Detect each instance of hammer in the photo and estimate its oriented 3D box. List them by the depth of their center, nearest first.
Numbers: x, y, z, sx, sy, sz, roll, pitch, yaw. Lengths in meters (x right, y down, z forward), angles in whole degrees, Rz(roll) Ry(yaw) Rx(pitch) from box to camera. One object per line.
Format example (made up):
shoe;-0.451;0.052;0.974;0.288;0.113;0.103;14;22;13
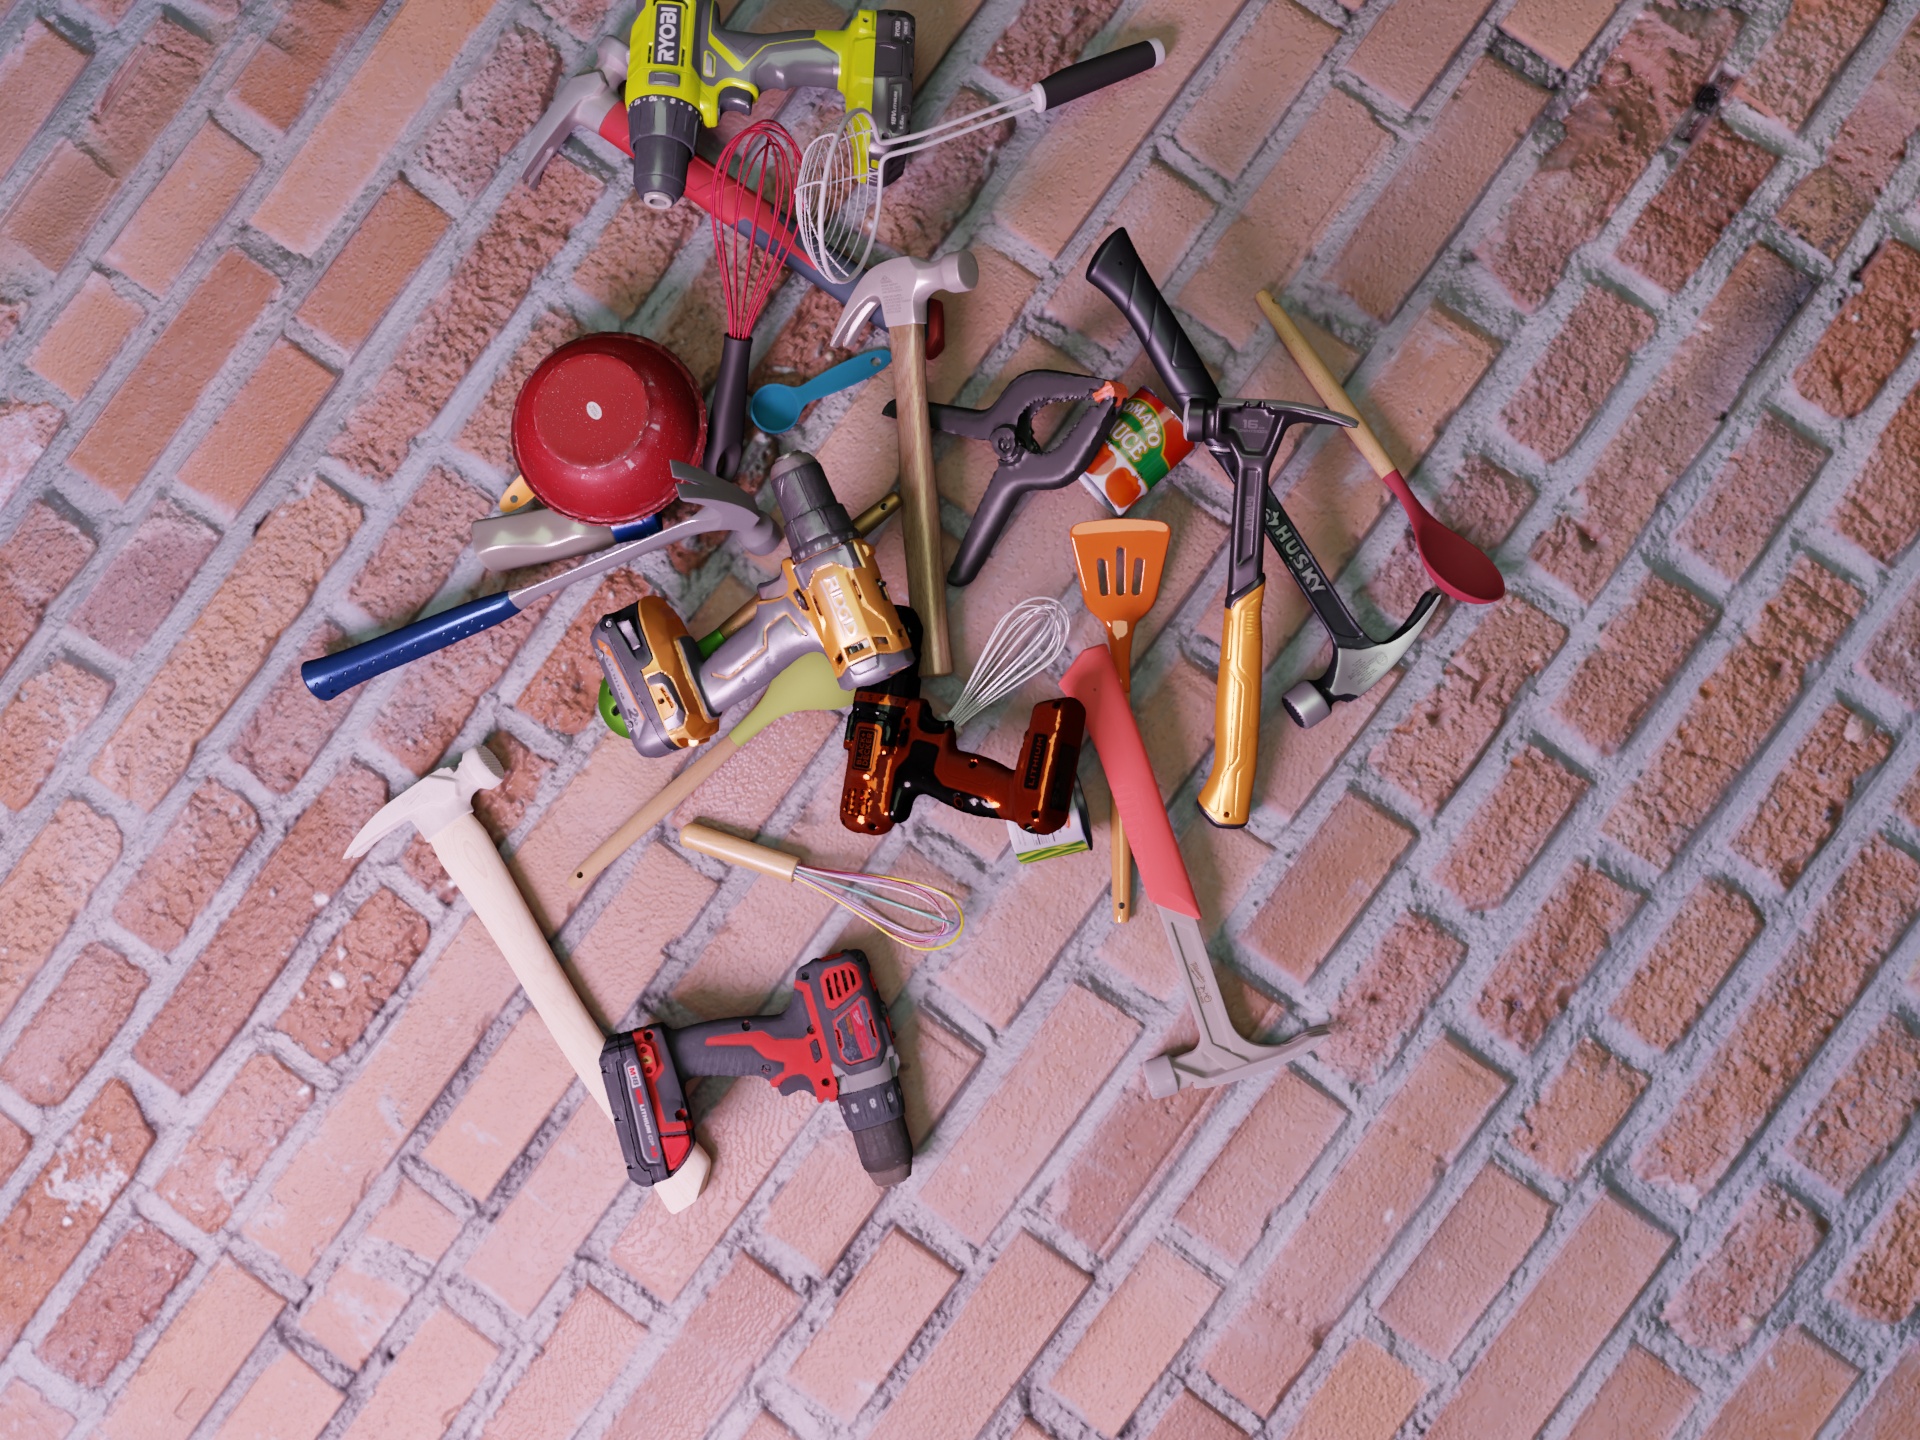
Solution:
hammer;0.225;-0.075;1.219;0.127;0.034;0.336;6;108;13
hammer;0.223;-0.198;1.234;0.149;0.036;0.408;-34;101;-1
hammer;0.167;0.110;1.252;0.149;0.037;0.359;-19;92;2
hammer;-0.037;-0.199;1.274;0.130;0.031;0.331;2;100;34
hammer;-0.354;-0.105;1.289;0.405;0.144;0.035;-21;71;10
hammer;-0.343;0.228;1.305;0.146;0.038;0.411;-34;85;4
hammer;-0.182;-0.407;1.324;0.386;0.038;0.143;36;92;5

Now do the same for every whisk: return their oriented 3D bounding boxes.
whisk;-0.174;-0.323;1.262;0.073;0.073;0.295;15;116;5
whisk;-0.002;-0.004;1.286;0.246;0.058;0.059;-47;121;5
whisk;-0.115;0.132;1.290;0.245;0.051;0.047;18;94;8

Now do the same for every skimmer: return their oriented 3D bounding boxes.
skimmer;0.026;-0.453;1.241;0.363;0.127;0.090;-27;54;-18

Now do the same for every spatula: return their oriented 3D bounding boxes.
spatula;0.129;0.001;1.277;0.081;0.041;0.322;0;88;4

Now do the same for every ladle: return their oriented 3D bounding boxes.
ladle;0.329;-0.219;1.276;0.069;0.031;0.315;-26;79;-40
ladle;-0.200;0.033;1.307;0.320;0.062;0.078;-41;82;8

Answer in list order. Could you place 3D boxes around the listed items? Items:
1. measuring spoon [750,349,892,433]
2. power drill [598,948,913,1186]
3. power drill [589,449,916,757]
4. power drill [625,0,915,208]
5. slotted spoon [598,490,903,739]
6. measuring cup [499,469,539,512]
measuring spoon;-0.115;-0.276;1.326;0.128;0.021;0.042;-26;86;-6
power drill;-0.154;0.298;1.252;0.226;0.080;0.188;-16;85;-11
power drill;-0.167;-0.087;1.223;0.226;0.084;0.185;-22;91;13
power drill;-0.155;-0.498;1.280;0.228;0.080;0.191;3;80;-6
slotted spoon;-0.173;-0.087;1.287;0.314;0.031;0.070;-36;88;10
measuring cup;-0.308;-0.228;1.319;0.173;0.052;0.095;-41;85;3
